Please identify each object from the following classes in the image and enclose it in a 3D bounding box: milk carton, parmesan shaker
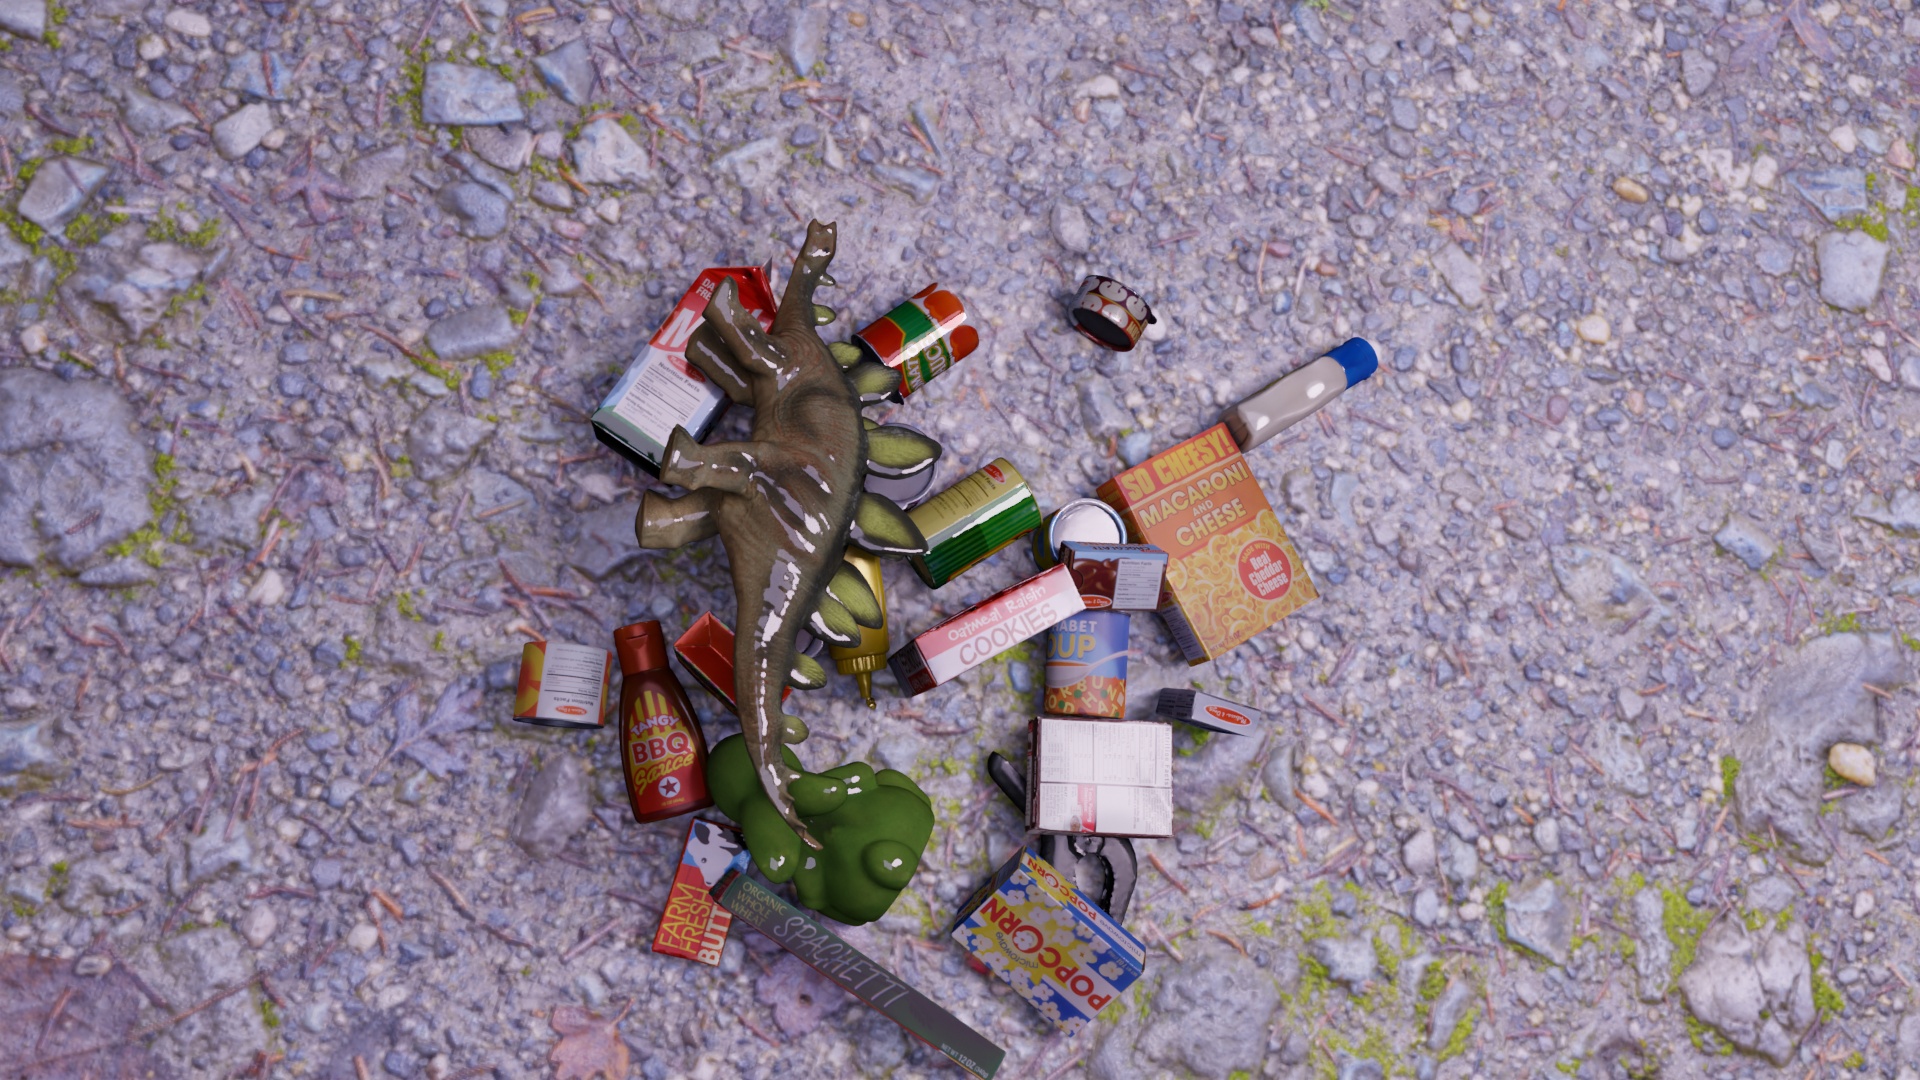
[{"bbox_3d":[-0.204,-0.143,1.096,0.073,0.072,0.191,35,78,-4],"label":"milk carton"},{"bbox_3d":[0.004,-0.014,1.116,0.103,0.071,0.071,-31,87,-12],"label":"parmesan shaker"}]

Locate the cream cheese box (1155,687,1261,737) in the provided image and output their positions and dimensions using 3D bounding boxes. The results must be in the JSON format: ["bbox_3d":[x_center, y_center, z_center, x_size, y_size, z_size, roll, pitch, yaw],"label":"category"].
[{"bbox_3d":[0.195,0.136,1.102,0.053,0.103,0.024,19,83,-5],"label":"cream cheese box"}]

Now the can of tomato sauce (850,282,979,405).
[{"bbox_3d":[-0.035,-0.160,1.129,0.083,0.071,0.071,-36,88,-14],"label":"can of tomato sauce"}]

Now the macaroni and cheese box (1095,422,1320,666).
[{"bbox_3d":[0.204,0.002,1.149,0.124,0.040,0.166,-26,85,-24],"label":"macaroni and cheese box"}]

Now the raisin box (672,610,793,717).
[{"bbox_3d":[-0.169,0.100,1.035,0.086,0.123,0.040,42,77,-1],"label":"raisin box"}]

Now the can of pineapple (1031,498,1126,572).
[{"bbox_3d":[0.097,0.004,1.130,0.071,0.057,0.071,2,81,-10],"label":"can of pineapple"}]

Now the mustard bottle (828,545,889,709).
[{"bbox_3d":[-0.084,0.054,1.089,0.049,0.065,0.160,-8,86,-15],"label":"mustard bottle"}]

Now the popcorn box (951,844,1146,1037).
[{"bbox_3d":[0.068,0.308,1.066,0.126,0.038,0.085,41,111,-1],"label":"popcorn box"}]

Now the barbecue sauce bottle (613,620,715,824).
[{"bbox_3d":[-0.232,0.137,1.059,0.065,0.043,0.148,-13,83,-8],"label":"barbecue sauce bottle"}]

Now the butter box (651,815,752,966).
[{"bbox_3d":[-0.194,0.266,1.054,0.053,0.024,0.103,18,78,-8],"label":"butter box"}]

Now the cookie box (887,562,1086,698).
[{"bbox_3d":[0.015,0.070,1.049,0.123,0.167,0.040,-27,86,-13],"label":"cookie box"}]

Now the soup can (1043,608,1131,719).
[{"bbox_3d":[0.099,0.098,1.109,0.071,0.071,0.084,6,80,-9],"label":"soup can"}]

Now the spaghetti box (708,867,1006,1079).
[{"bbox_3d":[-0.077,0.324,1.038,0.250,0.050,0.029,37,73,-9],"label":"spaghetti box"}]

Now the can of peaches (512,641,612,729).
[{"bbox_3d":[-0.299,0.109,1.041,0.071,0.071,0.058,6,77,-9],"label":"can of peaches"}]

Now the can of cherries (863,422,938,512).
[{"bbox_3d":[-0.055,-0.054,1.114,0.071,0.058,0.071,2,81,-11],"label":"can of cherries"}]

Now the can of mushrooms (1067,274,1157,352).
[{"bbox_3d":[0.126,-0.188,1.163,0.071,0.071,0.033,32,78,-3],"label":"can of mushrooms"}]

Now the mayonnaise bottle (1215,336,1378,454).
[{"bbox_3d":[0.289,-0.126,1.185,0.148,0.064,0.041,-31,84,-17],"label":"mayonnaise bottle"}]

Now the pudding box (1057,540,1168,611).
[{"bbox_3d":[0.117,0.028,1.084,0.084,0.030,0.049,2,105,-19],"label":"pudding box"}]

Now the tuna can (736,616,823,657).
[{"bbox_3d":[-0.141,0.068,1.091,0.071,0.032,0.071,2,81,-9],"label":"tuna can"}]
